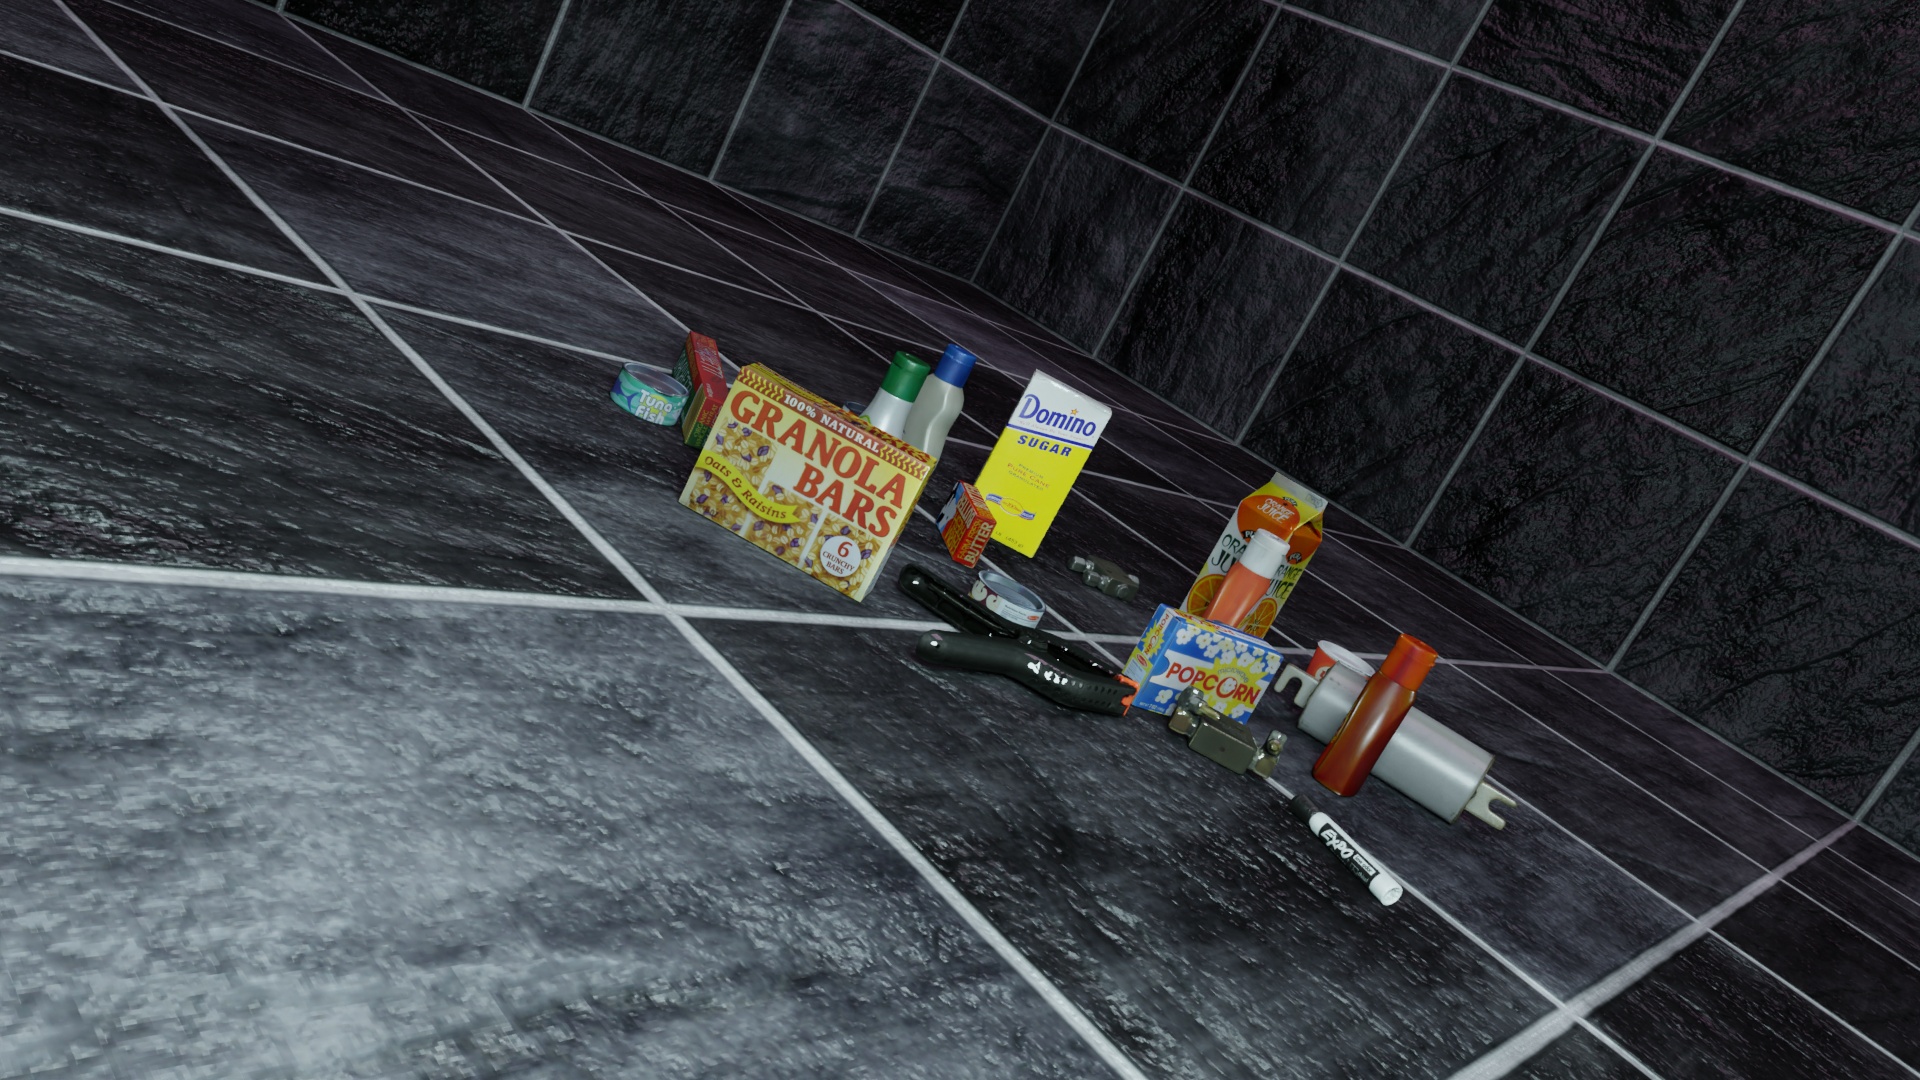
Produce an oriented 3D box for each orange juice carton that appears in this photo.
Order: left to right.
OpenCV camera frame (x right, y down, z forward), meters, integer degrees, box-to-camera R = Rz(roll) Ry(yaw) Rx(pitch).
[{"bbox_3d":[0.319,0.024,1.497,0.073,0.192,0.072,11,22,-50],"label":"orange juice carton"}]

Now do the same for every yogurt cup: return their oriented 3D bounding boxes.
[{"bbox_3d":[0.406,0.148,1.505,0.072,0.053,0.072,26,14,-7],"label":"yogurt cup"}]

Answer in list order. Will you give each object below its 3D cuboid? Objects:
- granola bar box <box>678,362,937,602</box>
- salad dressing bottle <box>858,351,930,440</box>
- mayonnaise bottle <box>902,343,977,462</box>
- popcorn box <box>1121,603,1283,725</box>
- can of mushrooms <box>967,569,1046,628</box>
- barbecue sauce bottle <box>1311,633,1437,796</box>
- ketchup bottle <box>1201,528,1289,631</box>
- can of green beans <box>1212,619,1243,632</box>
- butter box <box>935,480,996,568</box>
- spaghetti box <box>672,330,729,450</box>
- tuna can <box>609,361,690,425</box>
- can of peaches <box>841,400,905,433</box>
[{"bbox_3d":[-0.119,-0.046,1.087,0.165,0.124,0.039,29,14,4],"label":"granola bar box"},{"bbox_3d":[-0.077,-0.109,1.333,0.044,0.147,0.064,13,20,-45],"label":"salad dressing bottle"},{"bbox_3d":[-0.030,-0.145,1.541,0.041,0.147,0.065,11,22,-49],"label":"mayonnaise bottle"},{"bbox_3d":[0.208,0.113,1.203,0.127,0.085,0.038,19,16,-30],"label":"popcorn box"},{"bbox_3d":[0.037,0.055,1.199,0.071,0.033,0.071,26,14,-7],"label":"can of mushrooms"},{"bbox_3d":[0.367,0.154,1.224,0.044,0.148,0.065,34,15,23],"label":"barbecue sauce bottle"},{"bbox_3d":[0.274,0.060,1.380,0.043,0.148,0.065,32,14,16],"label":"ketchup bottle"},{"bbox_3d":[0.257,0.120,1.326,0.071,0.057,0.071,26,14,-7],"label":"can of green beans"},{"bbox_3d":[0.005,-0.017,1.352,0.024,0.053,0.104,23,15,-18],"label":"butter box"},{"bbox_3d":[-0.252,-0.149,1.349,0.029,0.050,0.251,22,15,-22],"label":"spaghetti box"},{"bbox_3d":[-0.284,-0.133,1.273,0.071,0.032,0.071,26,14,-7],"label":"tuna can"},{"bbox_3d":[-0.101,-0.105,1.454,0.071,0.058,0.071,26,14,-7],"label":"can of peaches"}]
